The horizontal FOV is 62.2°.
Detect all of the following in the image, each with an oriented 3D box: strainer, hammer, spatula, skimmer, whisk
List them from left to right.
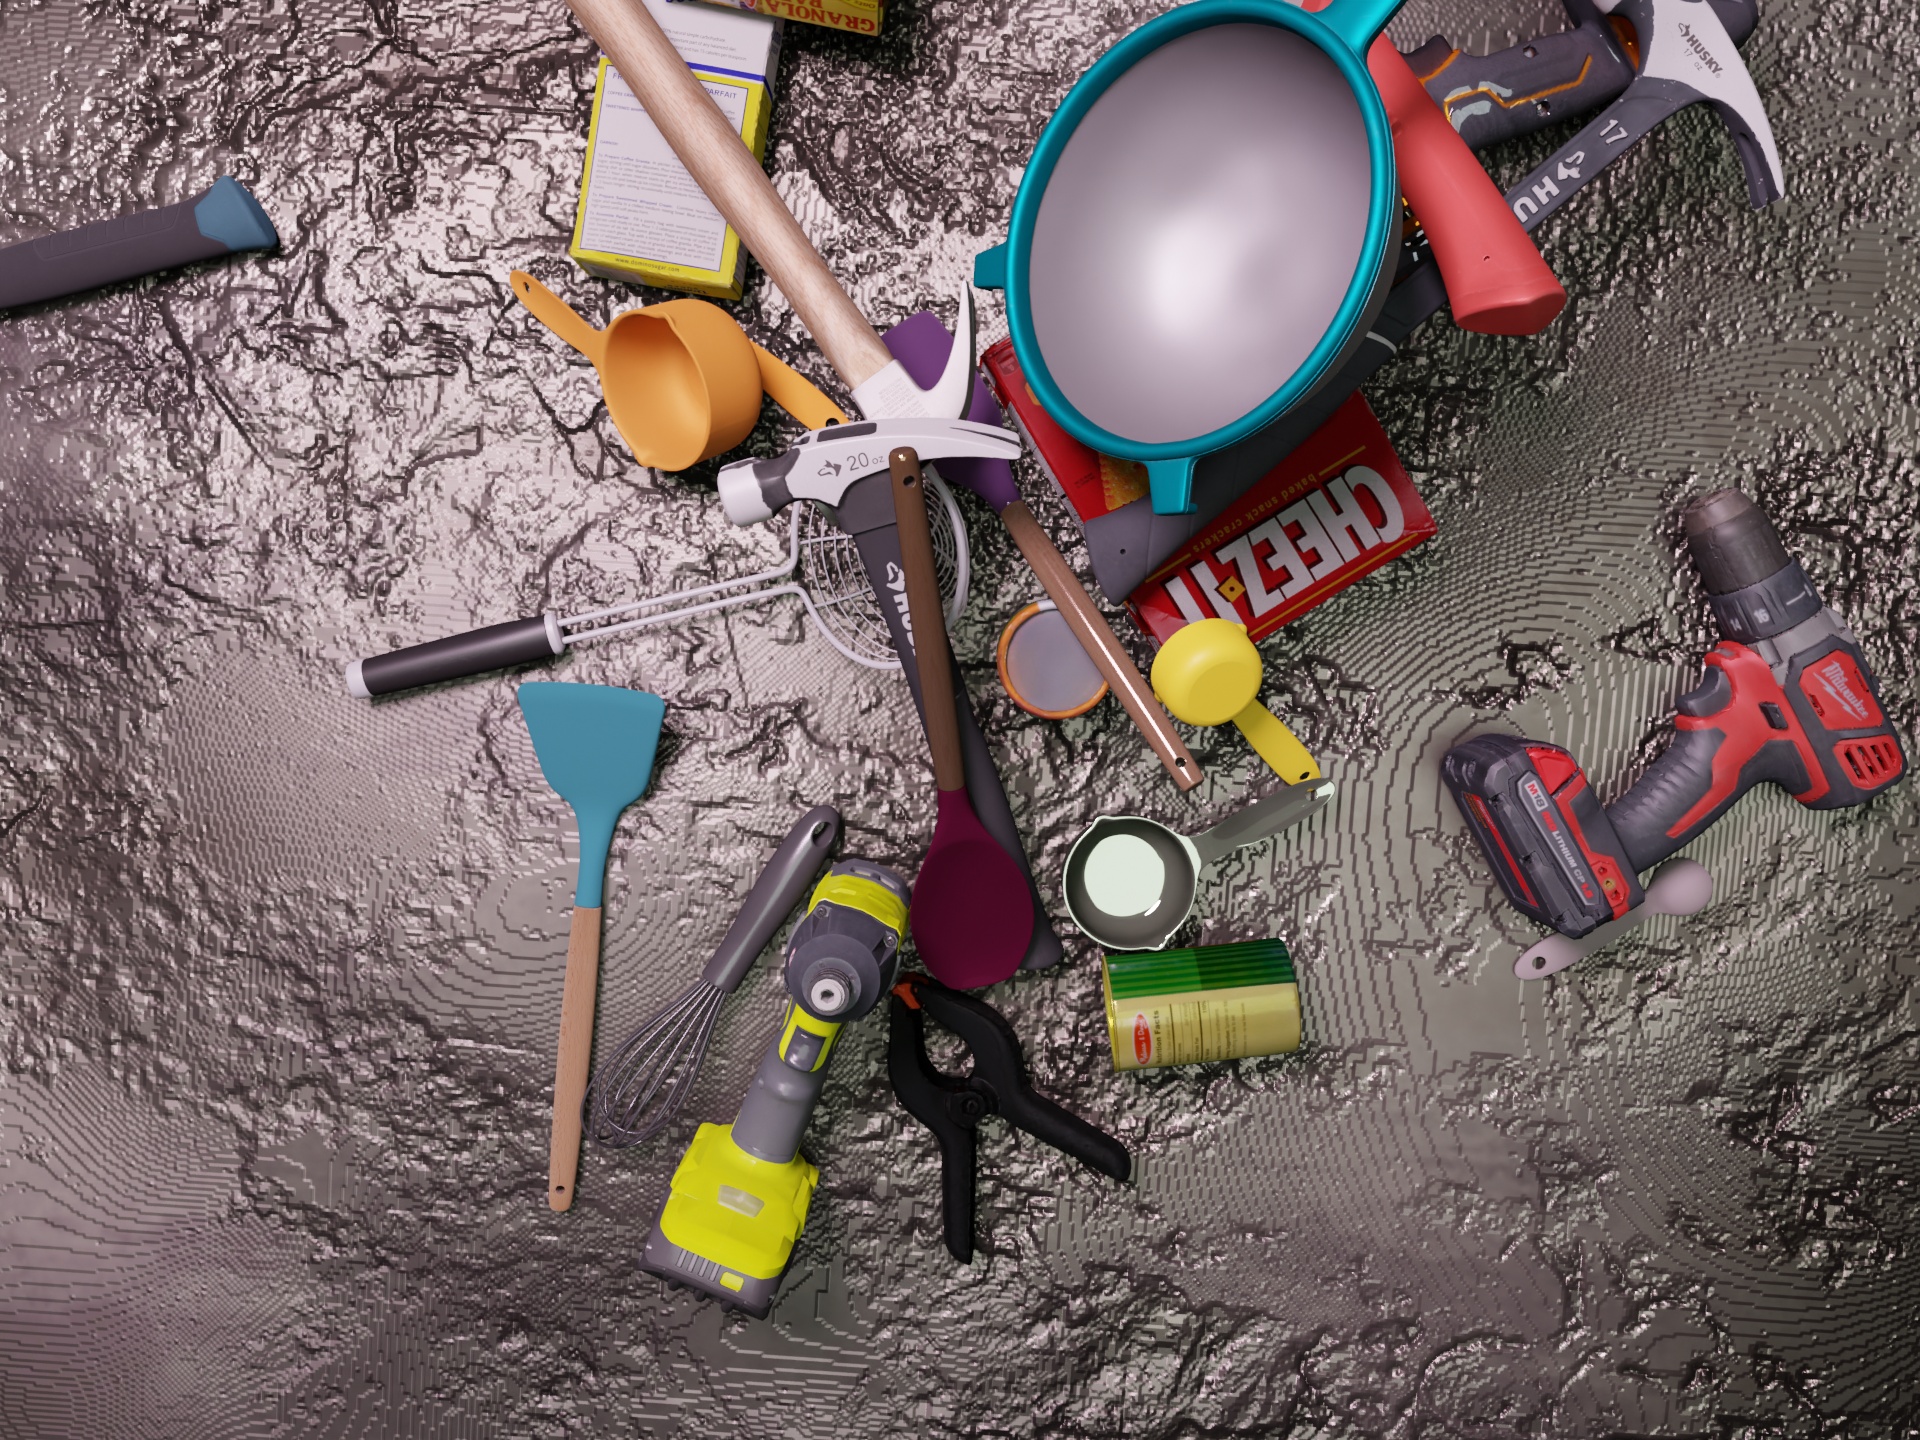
[{"bbox_3d":[-0.551,-0.247,0.897,0.331,0.033,0.128,-14,94,2],"label":"hammer"},{"bbox_3d":[-0.221,0.134,0.918,0.082,0.044,0.317,6,96,-3],"label":"spatula"},{"bbox_3d":[-0.173,-0.061,0.876,0.363,0.090,0.127,-13,95,2],"label":"skimmer"},{"bbox_3d":[-0.142,0.148,0.919,0.055,0.055,0.239,34,90,-2],"label":"whisk"},{"bbox_3d":[-0.108,-0.271,0.827,0.130,0.031,0.331,-35,87,5],"label":"hammer"},{"bbox_3d":[-0.001,-0.003,0.845,0.146,0.035,0.334,-15,117,8],"label":"hammer"},{"bbox_3d":[0.039,-0.093,0.858,0.060,0.018,0.316,-33,73,3],"label":"spatula"},{"bbox_3d":[0.165,-0.265,0.730,0.340,0.095,0.211,-49,58,27],"label":"strainer"},{"bbox_3d":[0.200,-0.340,0.790,0.149,0.036,0.359,-32,67,15],"label":"hammer"},{"bbox_3d":[0.225,-0.202,0.807,0.409,0.036,0.149,-41,92,7],"label":"hammer"}]

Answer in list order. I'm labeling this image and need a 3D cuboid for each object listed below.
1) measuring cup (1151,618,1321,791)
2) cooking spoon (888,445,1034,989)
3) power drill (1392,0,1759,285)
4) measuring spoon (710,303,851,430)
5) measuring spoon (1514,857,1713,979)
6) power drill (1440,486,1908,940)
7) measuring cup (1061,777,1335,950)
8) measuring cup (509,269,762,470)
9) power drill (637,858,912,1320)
[{"bbox_3d":[0.162,0.003,0.866,0.062,0.029,0.156,-41,127,11],"label":"measuring cup"},{"bbox_3d":[-0.008,0.011,0.822,0.068,0.017,0.318,-11,119,-5],"label":"cooking spoon"},{"bbox_3d":[0.279,-0.358,0.849,0.226,0.084,0.164,-32,93,7],"label":"power drill"},{"bbox_3d":[-0.106,-0.196,0.903,0.117,0.011,0.021,40,95,-2],"label":"measuring spoon"},{"bbox_3d":[0.377,0.119,0.917,0.124,0.018,0.034,-29,94,4],"label":"measuring spoon"},{"bbox_3d":[0.386,-0.003,0.879,0.226,0.080,0.188,-29,94,1],"label":"power drill"},{"bbox_3d":[0.135,0.072,0.911,0.167,0.038,0.083,-25,92,-3],"label":"measuring cup"},{"bbox_3d":[-0.180,-0.210,0.885,0.174,0.052,0.095,39,134,23],"label":"measuring cup"},{"bbox_3d":[-0.093,0.196,0.860,0.080,0.171,0.223,23,98,-1],"label":"power drill"}]
